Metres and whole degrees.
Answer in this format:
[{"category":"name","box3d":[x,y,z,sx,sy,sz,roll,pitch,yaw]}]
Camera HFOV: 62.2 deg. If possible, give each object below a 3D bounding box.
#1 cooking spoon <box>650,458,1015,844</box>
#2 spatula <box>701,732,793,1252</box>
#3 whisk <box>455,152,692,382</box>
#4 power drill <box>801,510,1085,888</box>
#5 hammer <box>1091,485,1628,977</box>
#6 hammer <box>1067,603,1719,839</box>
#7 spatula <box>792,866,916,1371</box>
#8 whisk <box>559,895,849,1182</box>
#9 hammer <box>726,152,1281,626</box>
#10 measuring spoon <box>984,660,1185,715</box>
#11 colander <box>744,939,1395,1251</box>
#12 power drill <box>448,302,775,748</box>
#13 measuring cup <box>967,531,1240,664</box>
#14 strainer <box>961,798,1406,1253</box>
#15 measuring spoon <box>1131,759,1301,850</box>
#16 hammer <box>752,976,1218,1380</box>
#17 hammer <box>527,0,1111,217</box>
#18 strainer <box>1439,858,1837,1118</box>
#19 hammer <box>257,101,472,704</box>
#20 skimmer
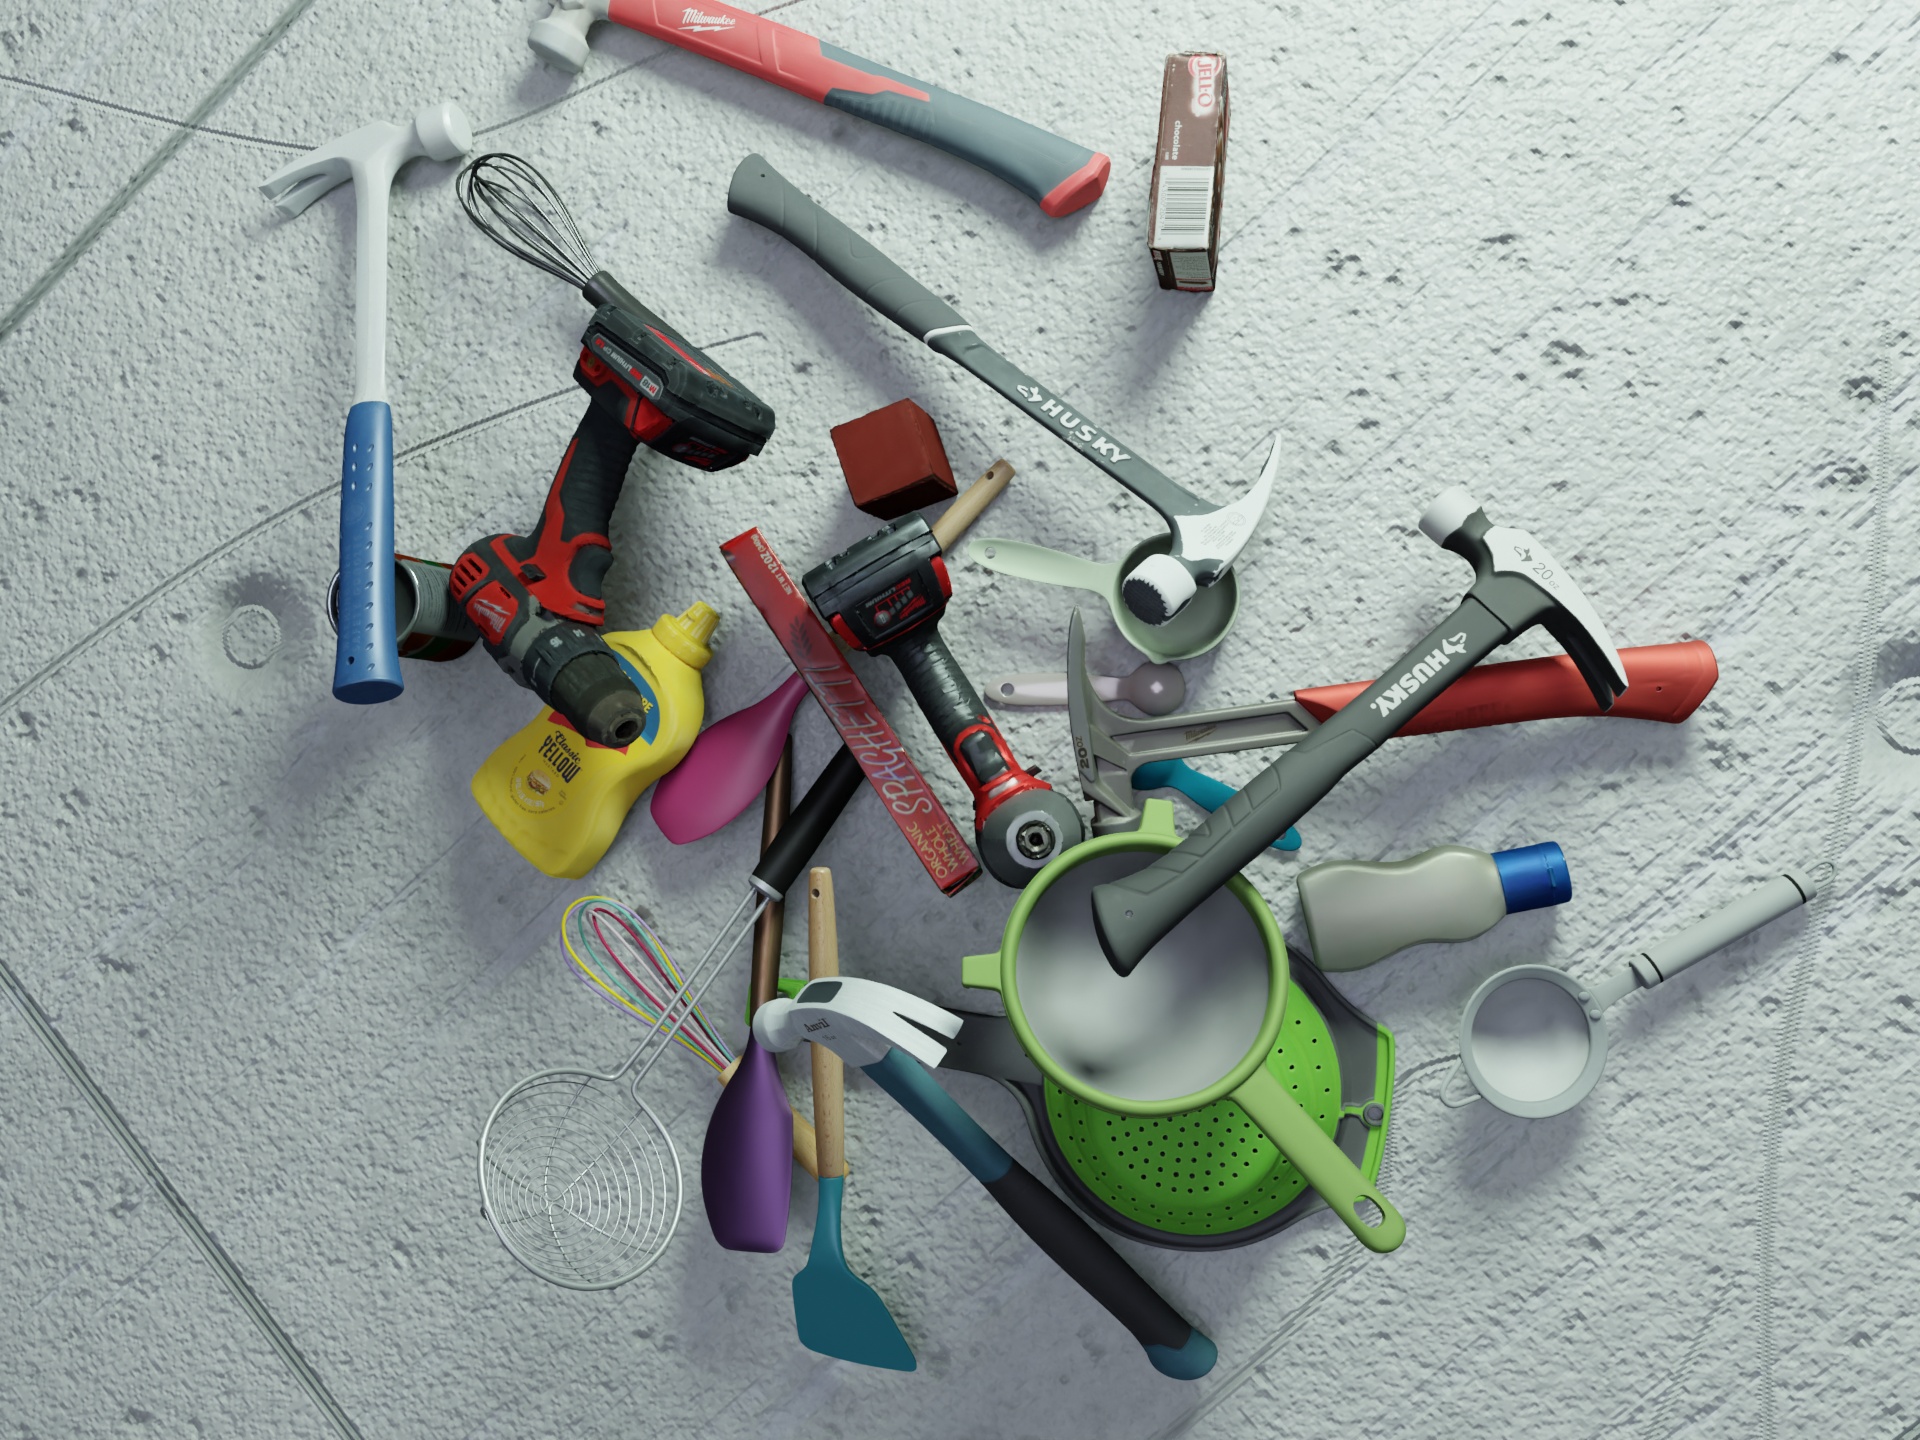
[{"category":"cooking spoon","box3d":[-0.081,-0.045,0.996,0.319,0.017,0.069,-46,58,4]},{"category":"spatula","box3d":[-0.123,0.164,0.982,0.060,0.018,0.316,1,80,15]},{"category":"whisk","box3d":[-0.233,-0.281,1.025,0.239,0.055,0.055,44,97,4]},{"category":"power drill","box3d":[-0.001,-0.003,0.913,0.078,0.143,0.219,-30,89,-1]},{"category":"hammer","box3d":[0.202,0.020,0.842,0.335,0.035,0.146,-38,71,-13]},{"category":"hammer","box3d":[0.242,-0.016,0.911,0.359,0.037,0.149,-8,102,6]},{"category":"spatula","box3d":[-0.075,0.245,0.960,0.082,0.044,0.317,1,94,26]},{"category":"whisk","box3d":[-0.158,0.200,1.004,0.245,0.047,0.051,45,109,4]},{"category":"hammer","box3d":[0.012,-0.224,0.959,0.409,0.036,0.149,40,61,15]},{"category":"measuring spoon","box3d":[0.075,-0.019,0.972,0.124,0.018,0.034,-1,89,12]},{"category":"colander","box3d":[0.052,0.205,0.934,0.397,0.094,0.204,8,91,11]},{"category":"power drill","box3d":[-0.206,-0.111,0.951,0.188,0.080,0.226,43,105,35]},{"category":"measuring cup","box3d":[0.087,-0.084,0.962,0.167,0.038,0.083,15,92,13]},{"category":"strainer","box3d":[0.130,0.177,0.838,0.151,0.069,0.256,-39,75,-15]},{"category":"measuring spoon","box3d":[0.147,0.043,0.955,0.128,0.021,0.042,30,95,10]},{"category":"hammer","box3d":[0.028,0.265,0.910,0.331,0.033,0.128,47,141,-13]},{"category":"hammer","box3d":[-0.080,-0.421,0.999,0.386,0.038,0.143,25,92,10]},{"category":"strainer","box3d":[0.381,0.147,0.901,0.258,0.050,0.087,-30,90,3]},{"category":"hammer","box3d":[-0.375,-0.203,0.998,0.144,0.035,0.406,-12,69,12]},{"category":"skimmer","box3d":[-0.141,0.150,0.924,0.127,0.090,0.363,38,76,-15]}]
